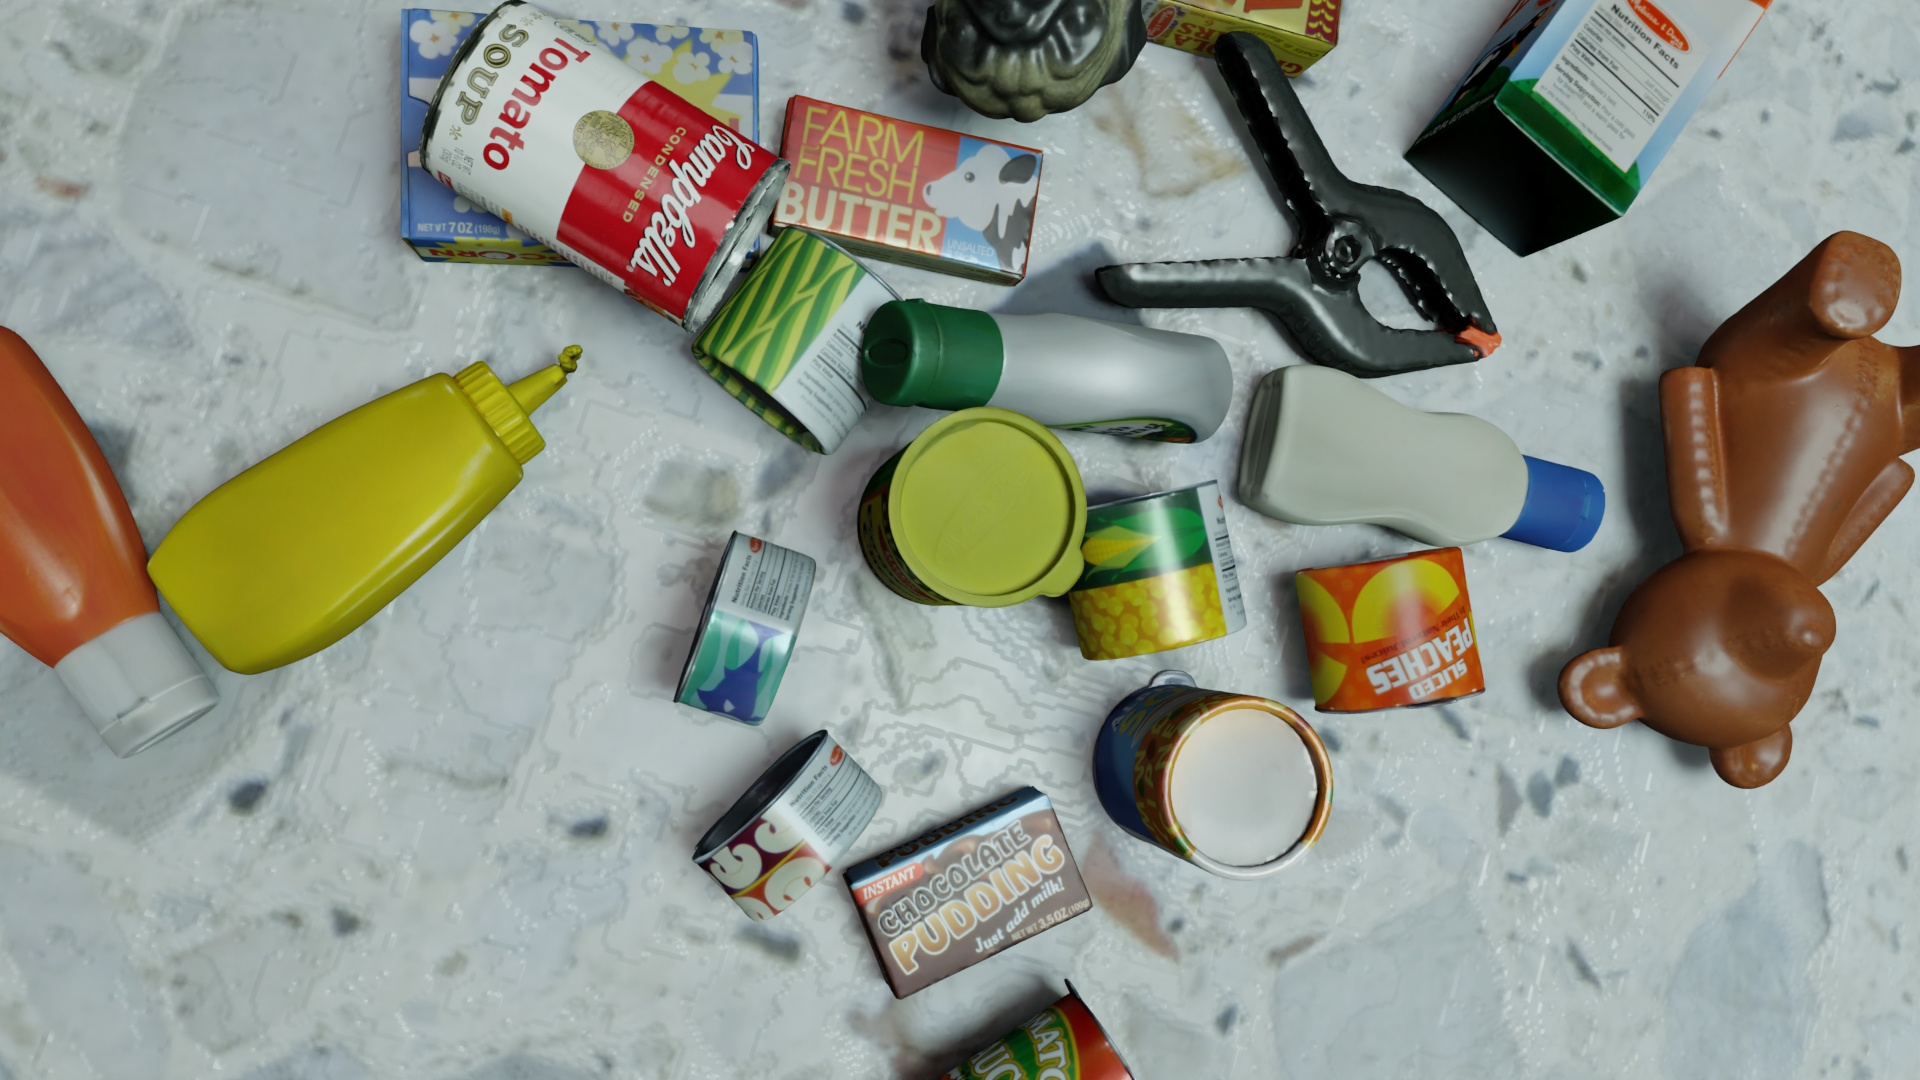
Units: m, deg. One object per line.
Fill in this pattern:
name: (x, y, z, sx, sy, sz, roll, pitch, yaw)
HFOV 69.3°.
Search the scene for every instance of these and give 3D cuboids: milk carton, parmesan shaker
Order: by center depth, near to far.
parmesan shaker: (0.002, -0.006, 0.504, 0.071, 0.103, 0.071, 1, 87, -11)
milk carton: (0.283, -0.221, 0.590, 0.073, 0.072, 0.191, 38, 81, -7)

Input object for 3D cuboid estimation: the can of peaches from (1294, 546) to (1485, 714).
can of peaches: (0.171, 0.035, 0.552, 0.071, 0.071, 0.058, -8, 87, -12)

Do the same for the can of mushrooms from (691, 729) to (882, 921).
can of mushrooms: (-0.064, 0.104, 0.505, 0.071, 0.071, 0.033, -44, 97, -10)

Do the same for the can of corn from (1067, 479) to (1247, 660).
can of corn: (0.070, 0.012, 0.537, 0.071, 0.071, 0.058, -12, 90, -12)

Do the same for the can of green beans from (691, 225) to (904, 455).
can of green beans: (-0.057, -0.073, 0.516, 0.071, 0.071, 0.058, 38, 81, -7)

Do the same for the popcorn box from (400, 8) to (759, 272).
popcorn box: (-0.139, -0.147, 0.519, 0.127, 0.038, 0.085, 0, 88, -12)

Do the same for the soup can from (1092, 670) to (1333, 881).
soup can: (0.093, 0.086, 0.527, 0.071, 0.083, 0.071, 1, 86, -11)

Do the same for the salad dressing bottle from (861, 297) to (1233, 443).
salad dressing bottle: (0.034, -0.062, 0.516, 0.148, 0.064, 0.044, 2, 95, -35)

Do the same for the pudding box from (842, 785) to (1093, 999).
pudding box: (0.003, 0.133, 0.533, 0.084, 0.030, 0.049, -22, 90, -12)

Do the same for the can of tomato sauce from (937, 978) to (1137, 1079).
can of tomato sauce: (0.024, 0.216, 0.514, 0.083, 0.071, 0.071, -30, 93, -11)

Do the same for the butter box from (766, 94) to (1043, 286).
butter box: (-0.022, -0.137, 0.548, 0.103, 0.024, 0.053, 10, 85, -10)

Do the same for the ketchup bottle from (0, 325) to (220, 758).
ketchup bottle: (-0.311, 0.003, 0.472, 0.065, 0.043, 0.148, -34, 93, -10)

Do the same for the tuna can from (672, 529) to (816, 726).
tuna can: (-0.079, 0.034, 0.506, 0.033, 0.071, 0.071, 20, 83, -10)

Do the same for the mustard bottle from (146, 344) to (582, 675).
mustard bottle: (-0.199, -0.019, 0.493, 0.160, 0.049, 0.065, -37, 94, -12)

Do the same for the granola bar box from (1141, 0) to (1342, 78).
granola bar box: (0.104, -0.290, 0.575, 0.124, 0.039, 0.165, 10, 85, -11)

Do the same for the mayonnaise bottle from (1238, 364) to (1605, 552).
mayonnaise bottle: (0.192, -0.027, 0.576, 0.148, 0.041, 0.065, 13, 86, -11)
